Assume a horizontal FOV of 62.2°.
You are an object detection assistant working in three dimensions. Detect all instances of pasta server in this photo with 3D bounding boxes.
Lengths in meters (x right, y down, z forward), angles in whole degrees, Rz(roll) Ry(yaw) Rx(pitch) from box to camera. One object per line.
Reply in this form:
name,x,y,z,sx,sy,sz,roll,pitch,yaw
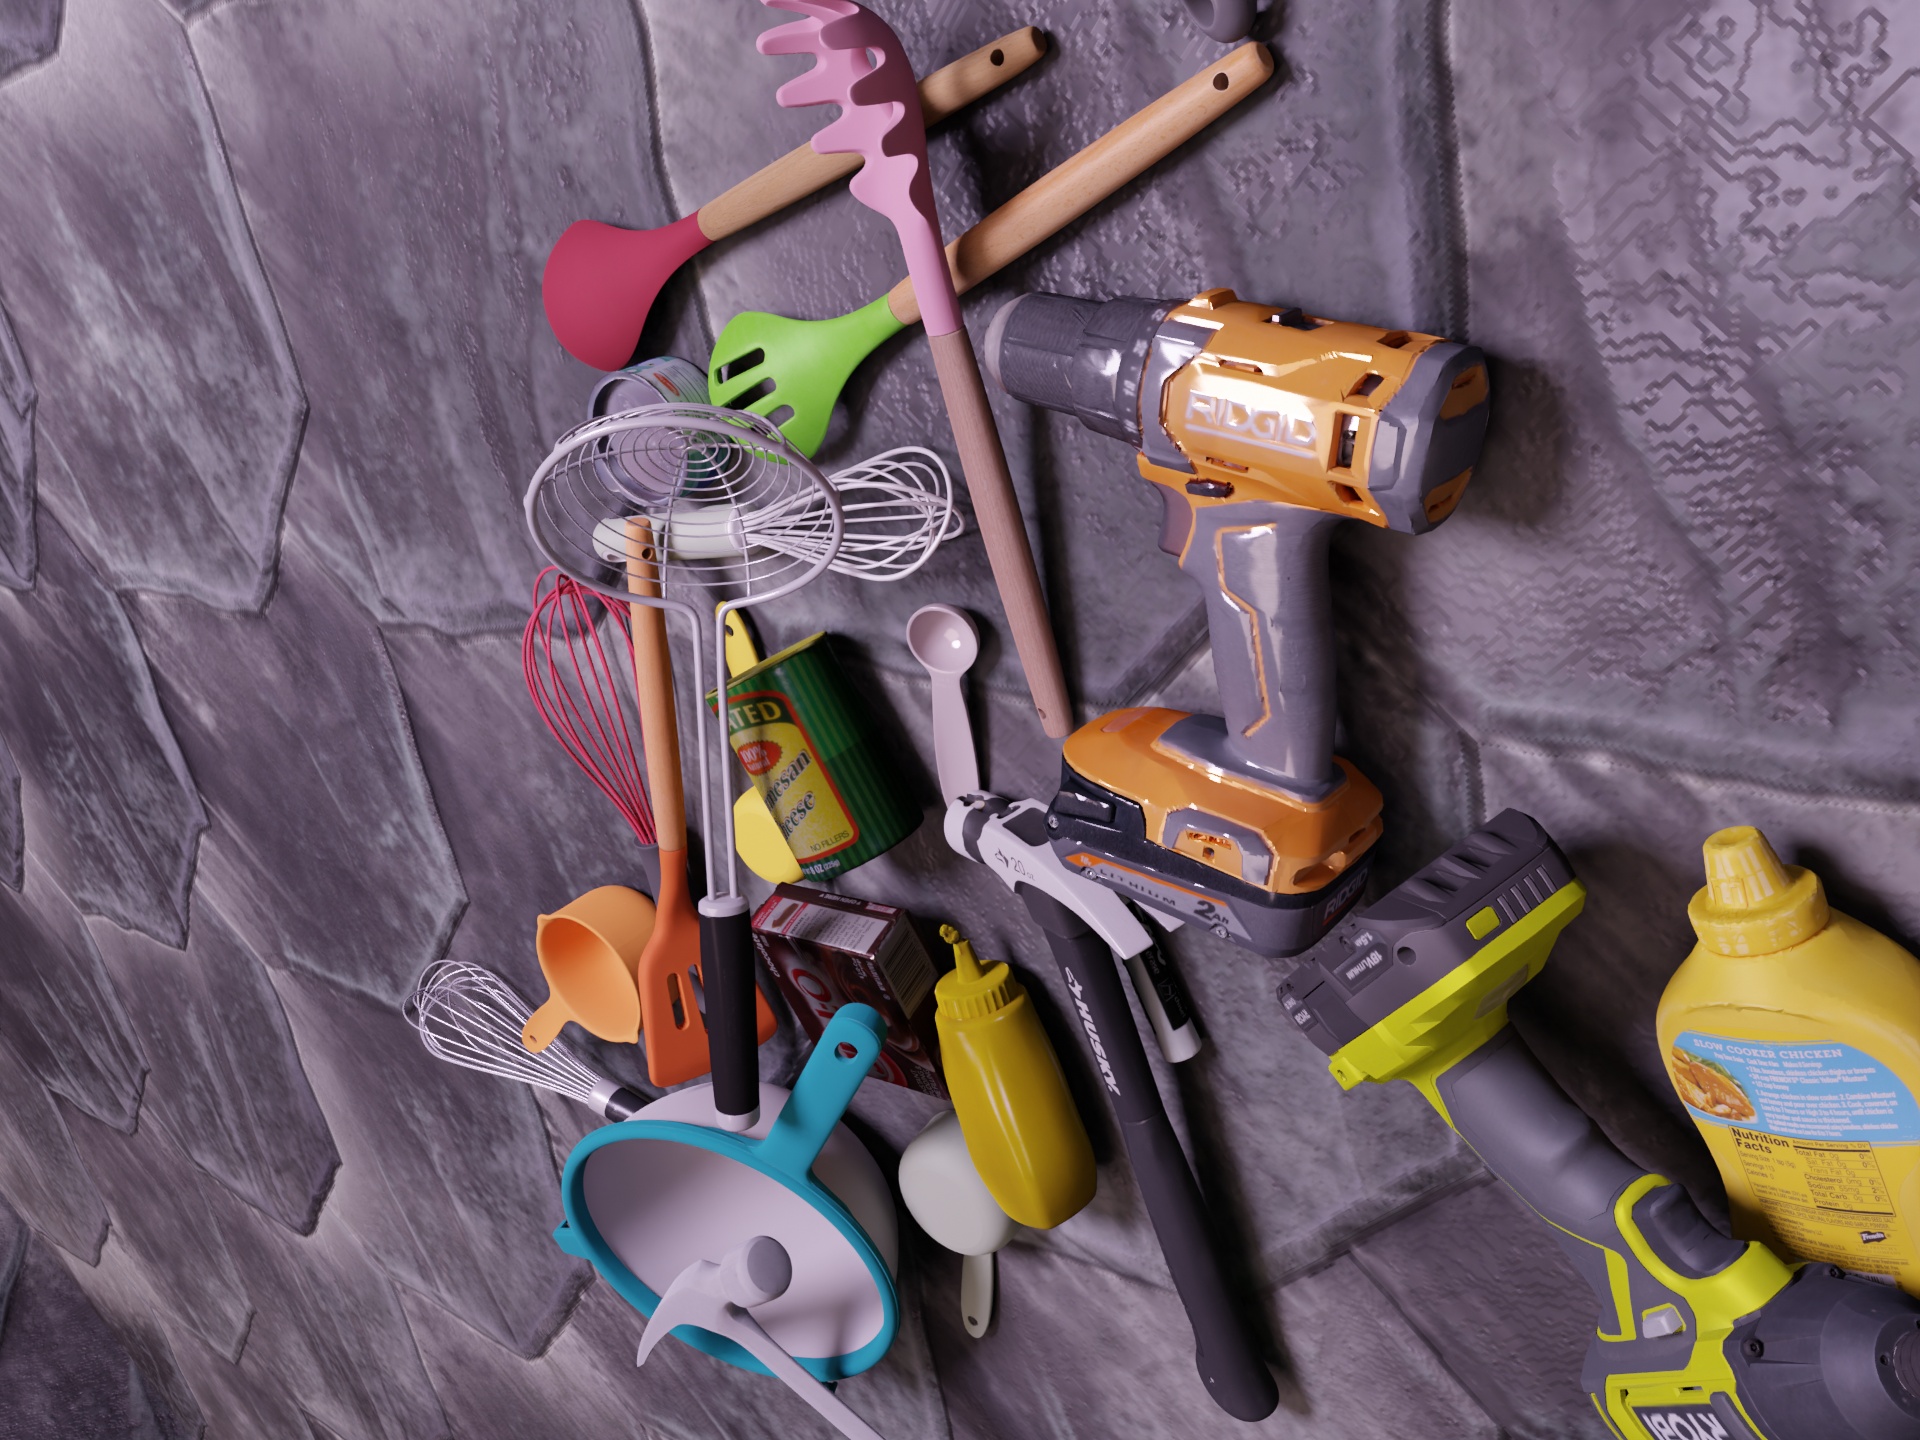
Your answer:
pasta server,-0.005,-0.123,0.618,0.060,0.040,0.316,31,145,54

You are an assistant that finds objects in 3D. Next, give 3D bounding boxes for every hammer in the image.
hammer,0.089,0.191,0.730,0.146,0.035,0.334,19,134,61
hammer,-0.017,0.450,0.920,0.405,0.035,0.144,45,129,-11

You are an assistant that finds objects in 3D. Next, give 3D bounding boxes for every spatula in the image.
spatula,-0.147,0.048,0.829,0.041,0.081,0.322,35,135,44

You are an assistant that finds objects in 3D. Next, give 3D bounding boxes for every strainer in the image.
strainer,-0.095,0.237,0.887,0.211,0.095,0.340,30,129,2

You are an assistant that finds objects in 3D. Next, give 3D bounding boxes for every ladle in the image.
ladle,-0.088,-0.217,0.669,0.315,0.031,0.069,-12,101,41

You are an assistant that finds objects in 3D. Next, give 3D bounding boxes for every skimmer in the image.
skimmer,-0.110,0.039,0.694,0.127,0.090,0.363,-1,111,-3

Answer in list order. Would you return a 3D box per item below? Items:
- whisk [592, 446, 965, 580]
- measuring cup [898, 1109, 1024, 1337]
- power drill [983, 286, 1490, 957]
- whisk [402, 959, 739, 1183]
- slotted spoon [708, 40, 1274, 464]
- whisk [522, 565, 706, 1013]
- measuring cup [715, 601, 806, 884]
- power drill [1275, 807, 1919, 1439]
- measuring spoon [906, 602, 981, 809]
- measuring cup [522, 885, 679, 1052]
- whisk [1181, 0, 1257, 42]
whisk,-0.094,-0.090,0.739,0.246,0.057,0.059,2,81,42
measuring cup,0.001,0.293,0.882,0.083,0.038,0.167,19,123,31
power drill,0.084,-0.046,0.591,0.185,0.084,0.226,22,123,32
whisk,-0.261,0.239,1.062,0.285,0.070,0.070,23,127,23
slotted spoon,-0.008,-0.176,0.626,0.314,0.031,0.070,-21,100,43
whisk,-0.175,0.048,0.878,0.073,0.073,0.295,9,126,36
measuring cup,-0.107,0.015,0.815,0.062,0.029,0.156,5,120,38
power drill,0.219,0.148,0.538,0.223,0.080,0.171,53,160,16
measuring spoon,-0.001,-0.002,0.733,0.034,0.018,0.124,9,127,22
measuring cup,-0.227,0.163,0.990,0.095,0.052,0.173,51,137,4
whisk,0.041,-0.325,0.487,0.055,0.055,0.239,-12,110,43
